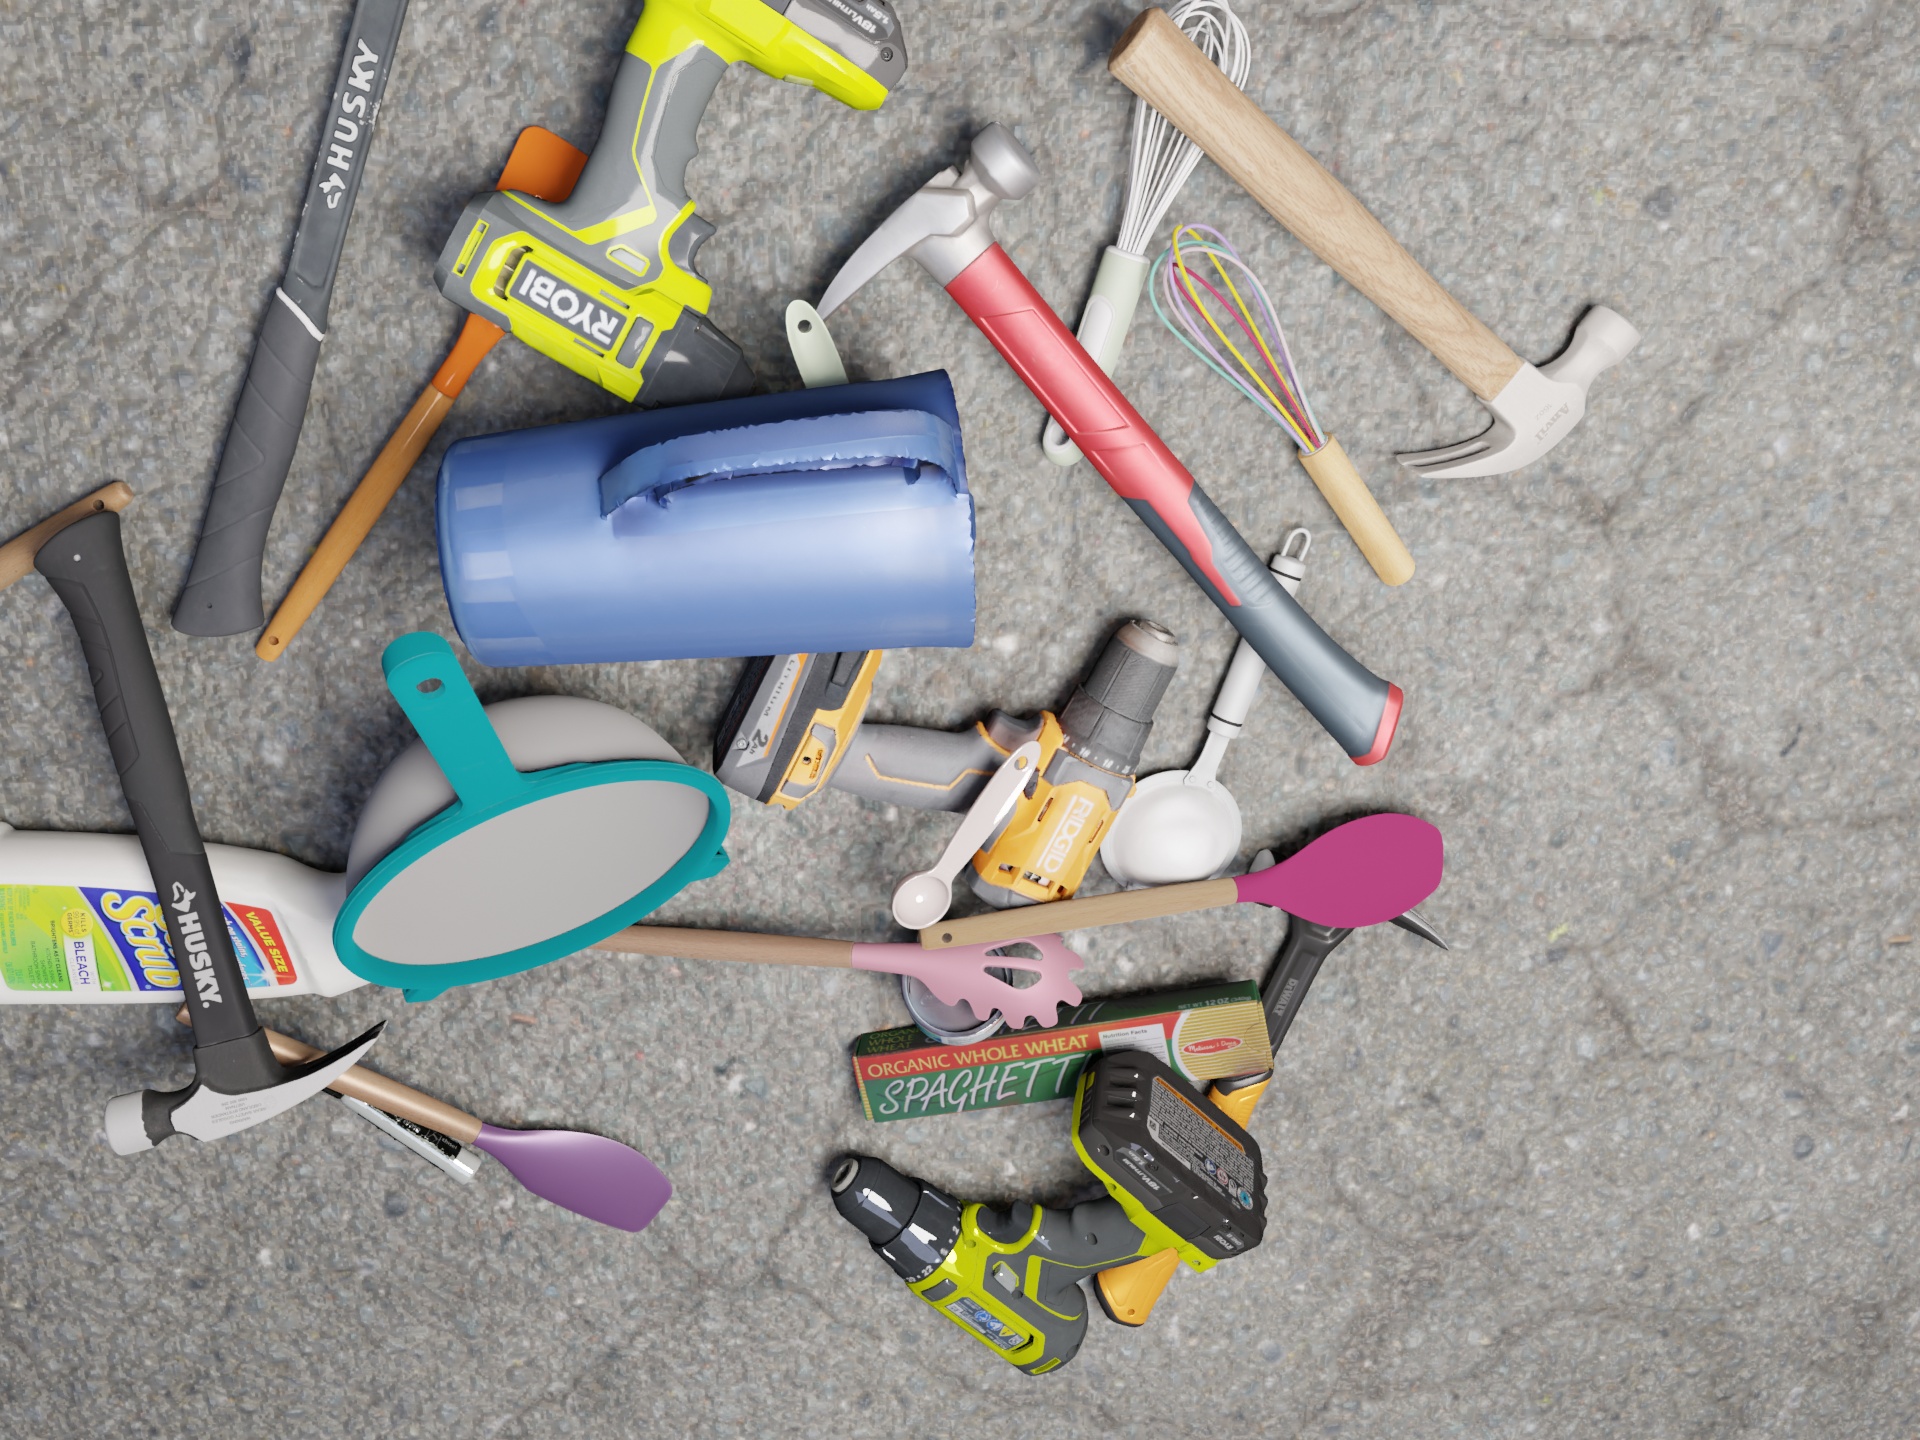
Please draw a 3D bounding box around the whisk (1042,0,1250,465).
[{"bbox_3d":[0.089,-0.248,0.822,0.058,0.059,0.246,29,114,26],"label":"whisk"}]

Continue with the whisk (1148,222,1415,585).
[{"bbox_3d":[0.177,-0.161,0.848,0.051,0.047,0.244,-37,117,9],"label":"whisk"}]

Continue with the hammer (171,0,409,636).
[{"bbox_3d":[-0.333,-0.227,0.802,0.149,0.036,0.409,21,106,-10],"label":"hammer"}]

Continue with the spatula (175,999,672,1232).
[{"bbox_3d":[-0.310,0.234,0.947,0.315,0.018,0.059,32,104,-25],"label":"spatula"}]

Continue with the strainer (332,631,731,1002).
[{"bbox_3d":[-0.235,0.022,0.788,0.211,0.340,0.095,-23,65,-12],"label":"strainer"}]

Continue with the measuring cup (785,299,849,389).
[{"bbox_3d":[-0.058,-0.148,0.826,0.083,0.038,0.167,-20,127,2],"label":"measuring cup"}]

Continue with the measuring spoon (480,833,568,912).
[{"bbox_3d":[-0.278,0.077,0.922,0.116,0.011,0.021,38,102,-15],"label":"measuring spoon"}]

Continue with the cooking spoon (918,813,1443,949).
[{"bbox_3d":[0.132,0.100,0.911,0.319,0.017,0.068,-7,106,-13],"label":"cooking spoon"}]

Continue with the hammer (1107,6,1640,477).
[{"bbox_3d":[0.203,-0.237,0.811,0.331,0.031,0.130,32,105,-25],"label":"hammer"}]

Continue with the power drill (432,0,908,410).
[{"bbox_3d":[-0.127,-0.263,0.772,0.171,0.080,0.223,28,100,-17],"label":"power drill"}]

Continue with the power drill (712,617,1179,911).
[{"bbox_3d":[-0.001,-0.003,0.882,0.226,0.084,0.185,23,106,-16],"label":"power drill"}]

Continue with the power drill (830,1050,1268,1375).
[{"bbox_3d":[0.050,0.294,0.960,0.190,0.080,0.228,41,121,-16],"label":"power drill"}]

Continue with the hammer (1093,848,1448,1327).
[{"bbox_3d":[0.176,0.246,1.004,0.127,0.034,0.336,21,106,-10],"label":"hammer"}]

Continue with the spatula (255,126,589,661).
[{"bbox_3d":[-0.282,-0.157,0.838,0.081,0.041,0.322,36,107,-17],"label":"spatula"}]

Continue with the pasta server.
[{"bbox_3d":[-0.087,0.137,0.925,0.316,0.040,0.060,3,68,8],"label":"pasta server"}]

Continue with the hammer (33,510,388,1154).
[{"bbox_3d":[-0.414,0.056,0.843,0.146,0.035,0.334,-13,98,-9],"label":"hammer"}]

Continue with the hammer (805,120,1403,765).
[{"bbox_3d":[0.091,-0.114,0.839,0.143,0.038,0.386,-37,104,23],"label":"hammer"}]

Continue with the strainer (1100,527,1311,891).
[{"bbox_3d":[0.149,0.010,0.919,0.086,0.050,0.258,16,104,-16],"label":"strainer"}]

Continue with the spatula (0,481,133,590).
[{"bbox_3d":[-0.575,-0.038,0.843,0.317,0.044,0.082,-31,105,5],"label":"spatula"}]

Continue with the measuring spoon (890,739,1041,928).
[{"bbox_3d":[0.003,0.059,0.864,0.034,0.018,0.124,33,95,-33],"label":"measuring spoon"}]
